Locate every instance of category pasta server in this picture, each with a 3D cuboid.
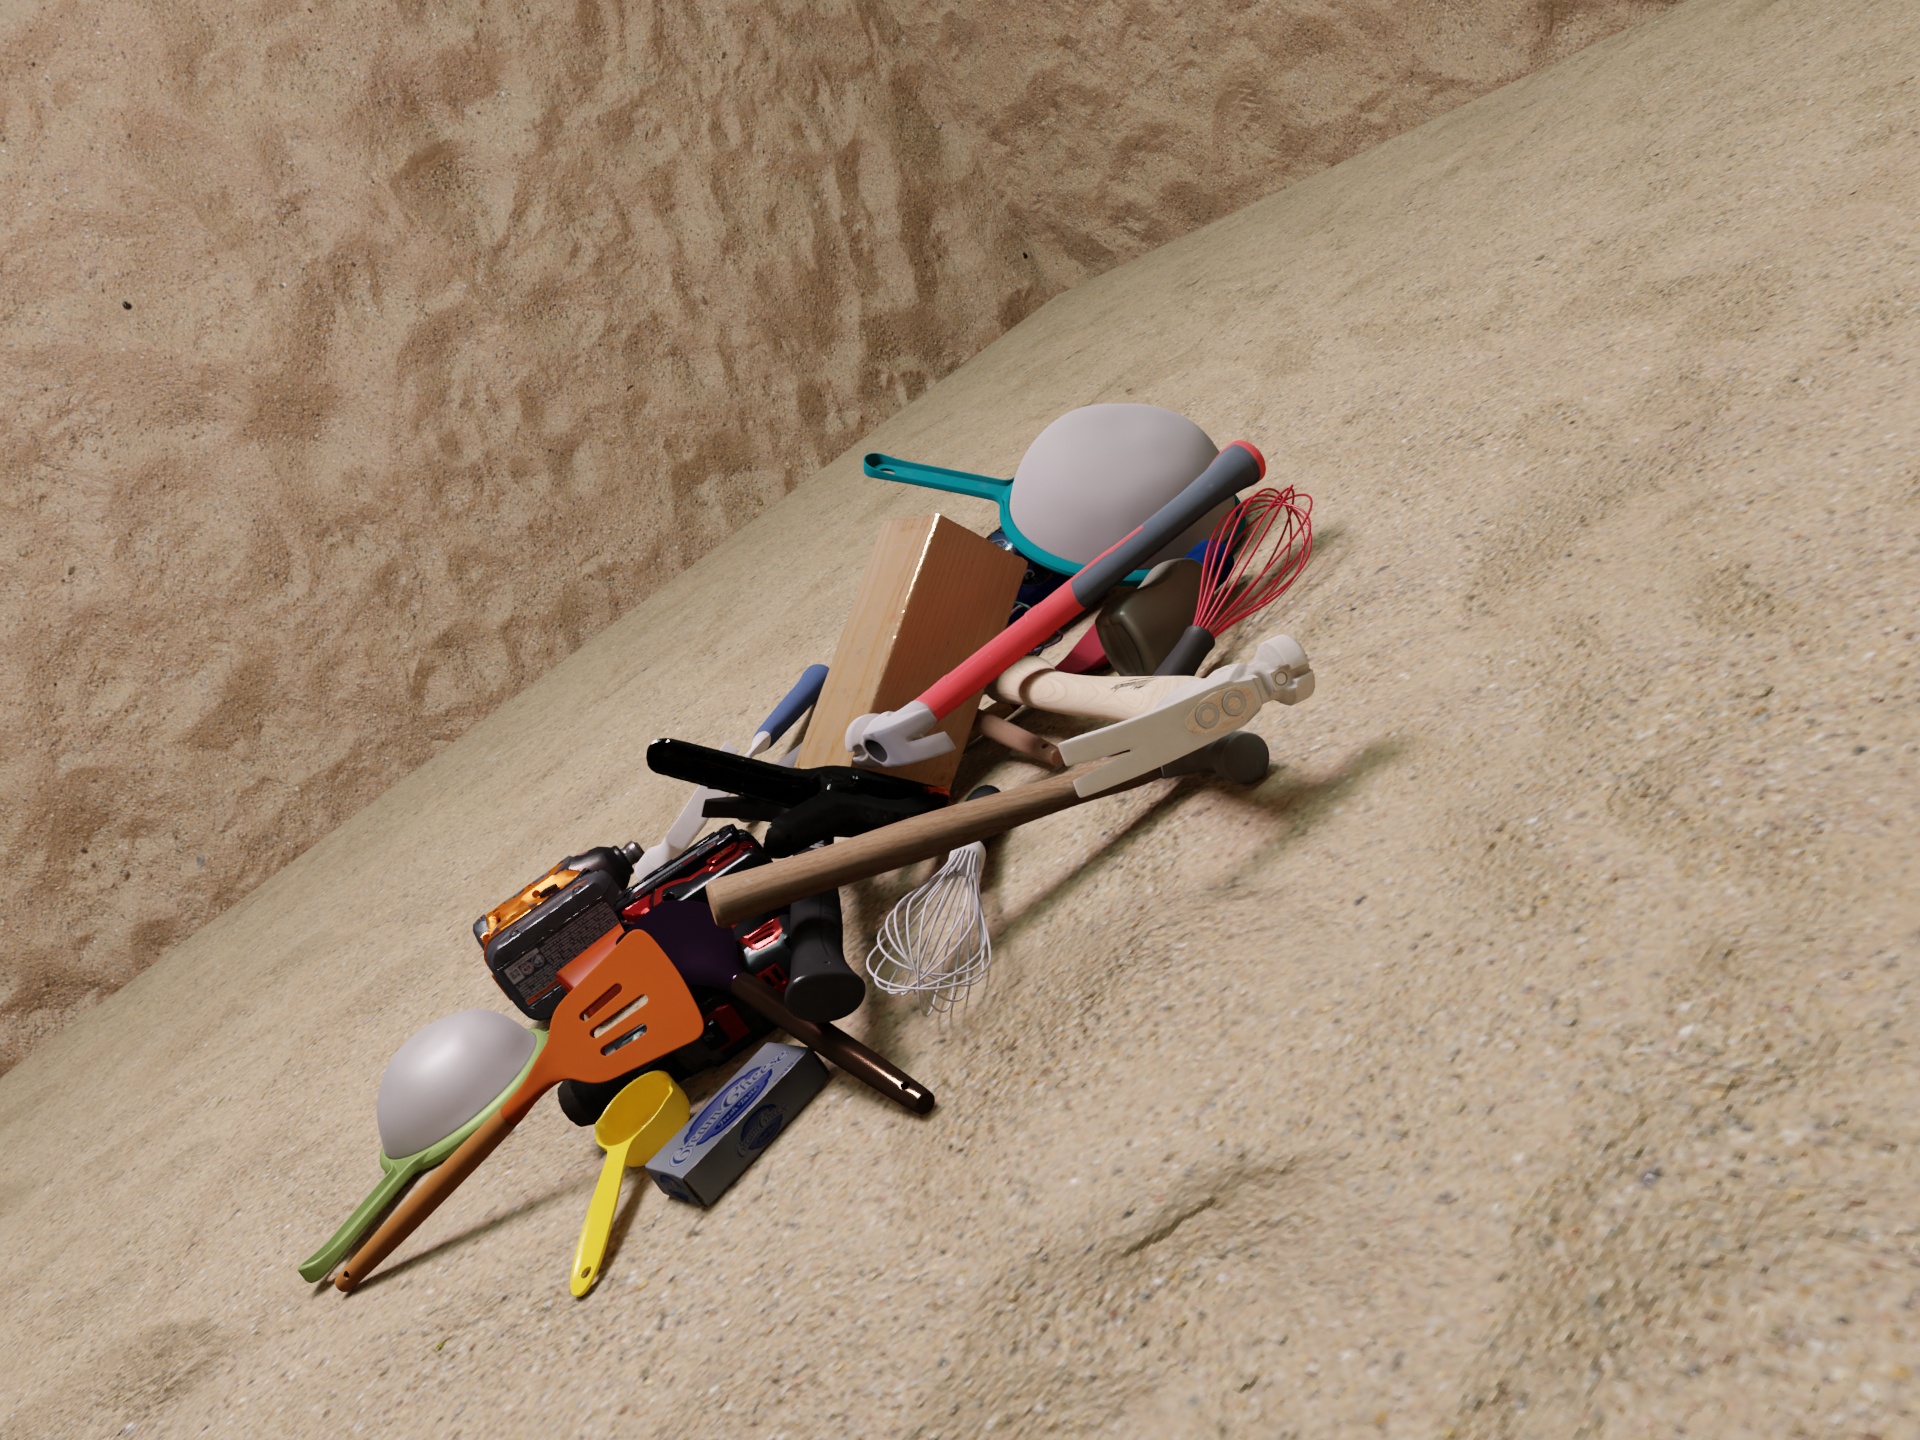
[{"bbox_3d":[-0.002,-0.004,1.252,0.060,0.040,0.316,-44,29,-13],"label":"pasta server"}]

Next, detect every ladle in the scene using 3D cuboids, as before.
[{"bbox_3d":[0.018,0.001,1.274,0.315,0.031,0.069,-34,19,5],"label":"ladle"}]

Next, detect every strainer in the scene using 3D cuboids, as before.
[{"bbox_3d":[0.078,-0.222,1.356,0.340,0.095,0.211,12,41,12],"label":"strainer"},{"bbox_3d":[-0.406,0.291,1.156,0.151,0.069,0.256,-23,18,30],"label":"strainer"}]

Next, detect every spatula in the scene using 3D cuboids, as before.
[{"bbox_3d":[-0.288,0.260,0.993,0.322,0.081,0.041,-45,-21,18],"label":"spatula"},{"bbox_3d":[-0.113,0.161,0.931,0.060,0.018,0.316,-41,34,-23],"label":"spatula"}]

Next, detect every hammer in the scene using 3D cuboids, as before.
[{"bbox_3d":[-0.187,0.021,1.499,0.144,0.035,0.406,-52,3,23],"label":"hammer"},{"bbox_3d":[0.089,-0.092,1.134,0.386,0.038,0.143,-38,10,-22],"label":"hammer"},{"bbox_3d":[-0.098,0.105,1.018,0.335,0.146,0.035,-110,33,-73],"label":"hammer"},{"bbox_3d":[0.075,-0.013,1.041,0.146,0.038,0.411,-24,9,-12],"label":"hammer"},{"bbox_3d":[0.010,0.058,0.950,0.331,0.031,0.130,-17,10,-13],"label":"hammer"}]

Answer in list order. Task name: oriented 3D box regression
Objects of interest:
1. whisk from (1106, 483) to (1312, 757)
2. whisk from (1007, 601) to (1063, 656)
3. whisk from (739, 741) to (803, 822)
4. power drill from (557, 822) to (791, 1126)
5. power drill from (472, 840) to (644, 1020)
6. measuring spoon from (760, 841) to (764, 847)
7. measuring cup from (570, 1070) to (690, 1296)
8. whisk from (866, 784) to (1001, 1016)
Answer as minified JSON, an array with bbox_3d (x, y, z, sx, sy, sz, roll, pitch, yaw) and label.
[{"bbox_3d":[0.179,-0.071,1.134,0.073,0.073,0.296,-12,33,50],"label":"whisk"},{"bbox_3d":[0.014,-0.052,1.348,0.047,0.051,0.245,-46,9,-25],"label":"whisk"},{"bbox_3d":[-0.117,0.012,1.466,0.239,0.055,0.055,-44,19,-20],"label":"whisk"},{"bbox_3d":[-0.187,0.173,1.083,0.188,0.080,0.227,-34,20,-2],"label":"power drill"},{"bbox_3d":[-0.331,0.166,1.359,0.164,0.084,0.226,-36,13,-14],"label":"power drill"},{"bbox_3d":[-0.155,0.089,1.354,0.124,0.018,0.034,-39,17,-22],"label":"measuring spoon"},{"bbox_3d":[-0.193,0.270,0.918,0.062,0.029,0.157,-27,29,22],"label":"measuring cup"},{"bbox_3d":[0.001,0.098,0.988,0.070,0.070,0.285,-28,12,17],"label":"whisk"}]
